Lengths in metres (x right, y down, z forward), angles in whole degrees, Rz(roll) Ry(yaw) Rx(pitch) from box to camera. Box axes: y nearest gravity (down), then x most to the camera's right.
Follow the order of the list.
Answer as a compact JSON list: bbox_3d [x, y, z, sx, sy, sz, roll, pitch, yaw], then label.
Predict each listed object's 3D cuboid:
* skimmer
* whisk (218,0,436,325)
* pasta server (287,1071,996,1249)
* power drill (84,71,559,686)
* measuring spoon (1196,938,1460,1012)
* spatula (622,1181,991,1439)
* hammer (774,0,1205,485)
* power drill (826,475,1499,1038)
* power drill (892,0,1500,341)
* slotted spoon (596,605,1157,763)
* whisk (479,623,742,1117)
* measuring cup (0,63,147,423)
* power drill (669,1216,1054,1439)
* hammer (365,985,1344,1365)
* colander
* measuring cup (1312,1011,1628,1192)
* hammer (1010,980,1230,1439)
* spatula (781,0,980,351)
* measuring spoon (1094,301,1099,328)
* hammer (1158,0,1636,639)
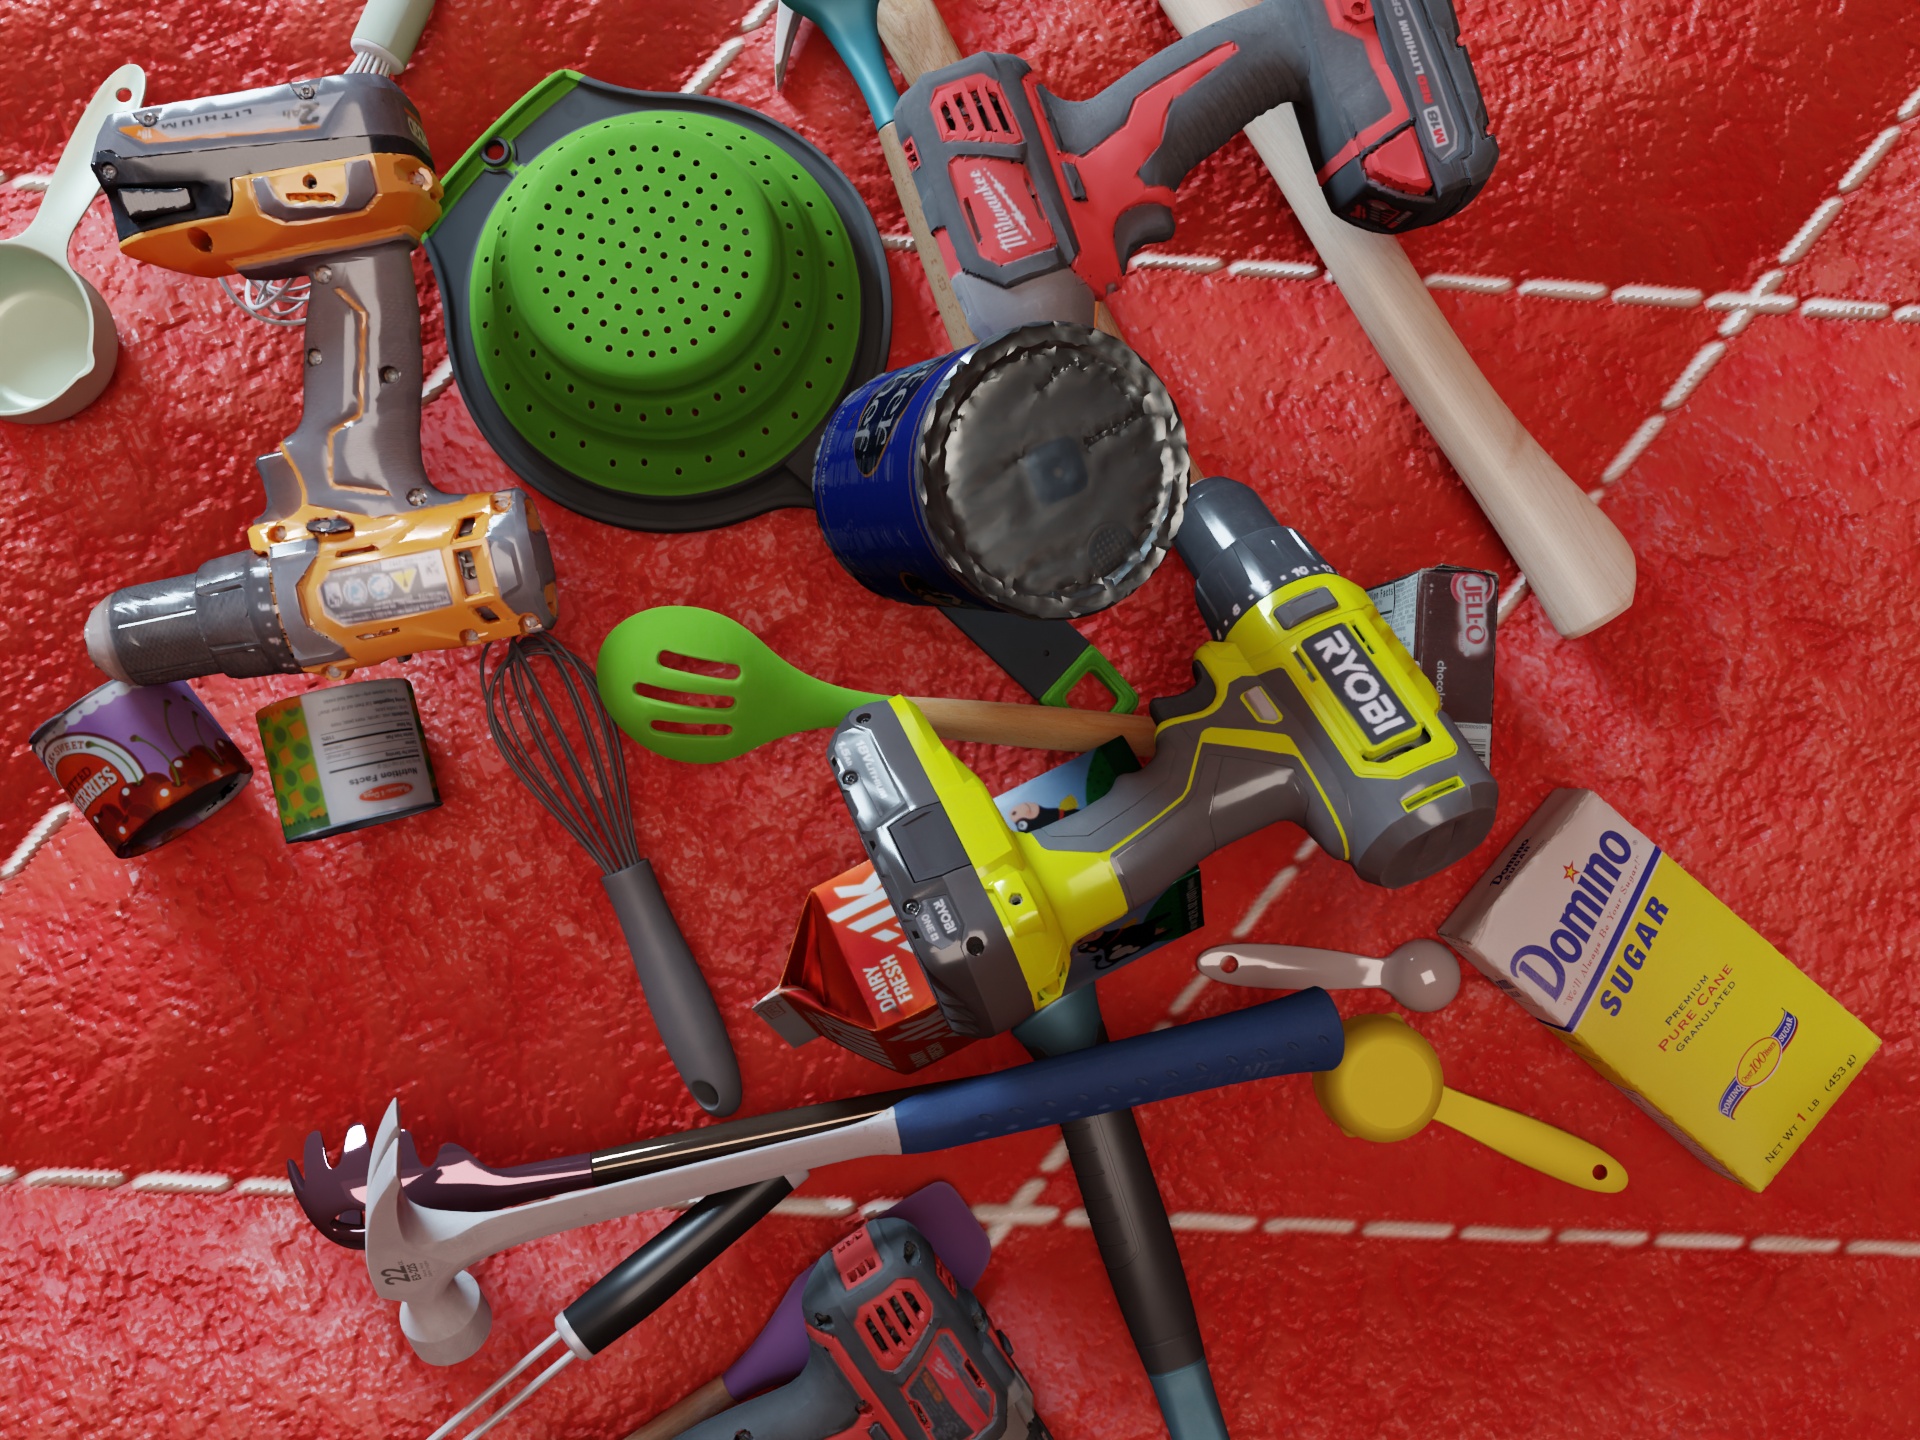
[{"bbox_3d":[-0.222,0.303,0.701,0.363,0.090,0.127,-37,98,-14],"label":"skimmer"},{"bbox_3d":[-0.265,-0.290,0.711,0.059,0.058,0.246,26,81,-37],"label":"whisk"},{"bbox_3d":[-0.133,0.184,0.695,0.316,0.040,0.060,-10,129,-5],"label":"pasta server"},{"bbox_3d":[-0.278,-0.127,0.645,0.185,0.084,0.226,-12,100,-5],"label":"power drill"},{"bbox_3d":[0.172,0.116,0.734,0.124,0.018,0.034,4,88,-2],"label":"measuring spoon"},{"bbox_3d":[-0.123,0.316,0.712,0.316,0.018,0.060,-33,93,-5],"label":"spatula"},{"bbox_3d":[0.023,-0.231,0.730,0.130,0.031,0.331,-29,90,-4],"label":"hammer"},{"bbox_3d":[0.069,0.008,0.635,0.228,0.080,0.191,-24,60,-6],"label":"power drill"},{"bbox_3d":[0.095,-0.225,0.657,0.219,0.078,0.143,-20,95,0],"label":"power drill"},{"bbox_3d":[-0.001,-0.002,0.696,0.313,0.031,0.070,6,109,-9],"label":"slotted spoon"},{"bbox_3d":[-0.152,0.068,0.706,0.055,0.055,0.239,-23,94,-4],"label":"whisk"},{"bbox_3d":[-0.395,-0.209,0.705,0.083,0.038,0.167,23,85,-2],"label":"measuring cup"},{"bbox_3d":[-0.063,0.347,0.680,0.226,0.080,0.188,-34,101,-9],"label":"power drill"},{"bbox_3d":[-0.037,0.169,0.653,0.405,0.035,0.144,-12,133,-9],"label":"hammer"},{"bbox_3d":[-0.071,-0.133,0.690,0.397,0.094,0.204,42,87,-1],"label":"colander"},{"bbox_3d":[0.238,0.184,0.729,0.156,0.029,0.062,23,87,0],"label":"measuring cup"},{"bbox_3d":[0.091,0.277,0.717,0.128,0.033,0.331,-18,89,-3],"label":"hammer"},{"bbox_3d":[-0.020,-0.237,0.690,0.082,0.044,0.317,-21,91,-11],"label":"spatula"},{"bbox_3d":[0.049,-0.159,0.708,0.021,0.011,0.117,13,91,-1],"label":"measuring spoon"},{"bbox_3d":[0.175,-0.212,0.725,0.146,0.038,0.410,-34,92,-17],"label":"hammer"}]
